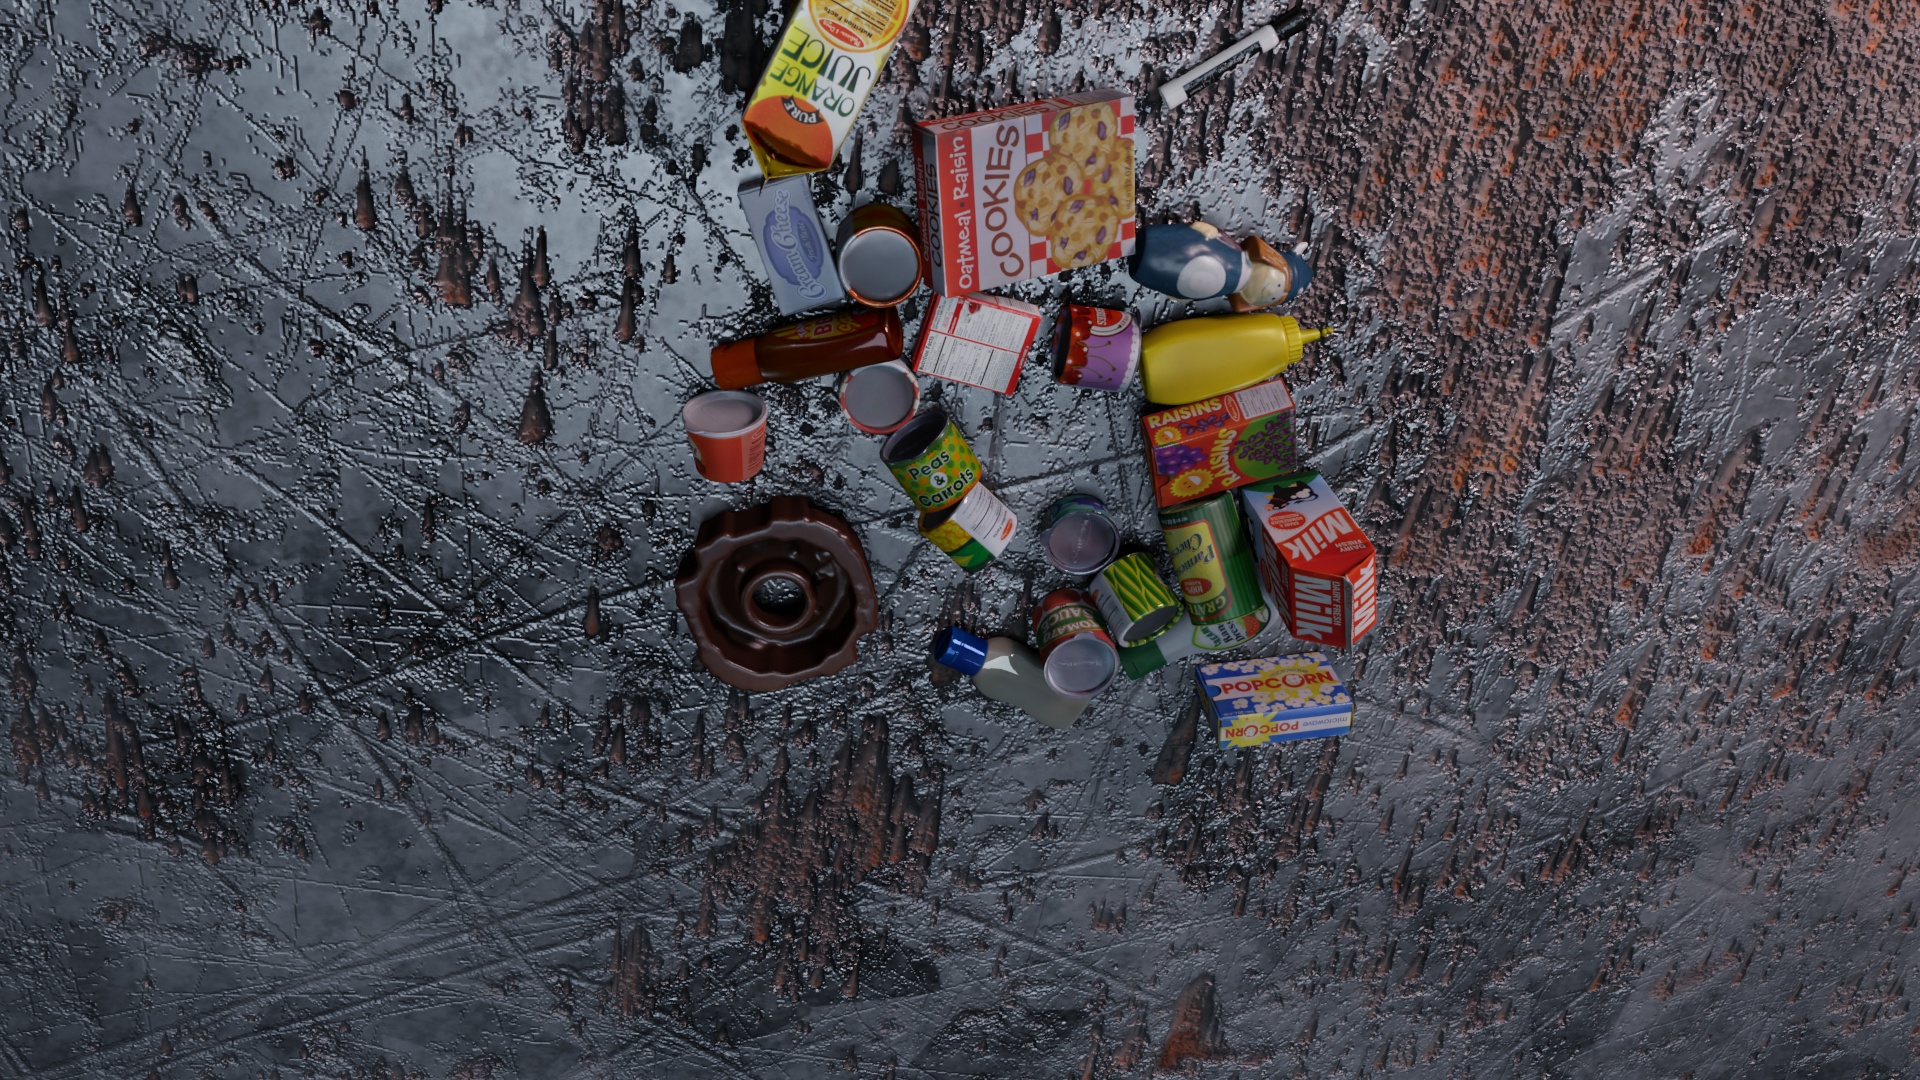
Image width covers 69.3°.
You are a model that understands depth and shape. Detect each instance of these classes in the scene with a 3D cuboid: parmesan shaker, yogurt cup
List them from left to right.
[{"bbox_3d":[-0.189,-0.083,1.123,0.072,0.073,0.053,-2,127,-5],"label":"yogurt cup"},{"bbox_3d":[0.215,0.015,1.205,0.071,0.071,0.103,-19,96,4],"label":"parmesan shaker"}]

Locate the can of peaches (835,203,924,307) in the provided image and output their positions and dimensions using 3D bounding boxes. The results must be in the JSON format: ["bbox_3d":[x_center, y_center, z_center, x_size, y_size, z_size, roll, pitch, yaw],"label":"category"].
[{"bbox_3d":[-0.060,-0.218,1.064,0.071,0.058,0.071,-3,119,-5],"label":"can of peaches"}]

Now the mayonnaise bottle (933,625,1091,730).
[{"bbox_3d":[0.048,0.122,1.277,0.148,0.041,0.064,25,113,-18],"label":"mayonnaise bottle"}]

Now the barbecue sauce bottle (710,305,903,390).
[{"bbox_3d":[-0.121,-0.151,1.095,0.148,0.065,0.043,-12,119,10],"label":"barbecue sauce bottle"}]

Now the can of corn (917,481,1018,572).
[{"bbox_3d":[0.004,-0.015,1.182,0.071,0.071,0.058,-42,115,16],"label":"can of corn"}]

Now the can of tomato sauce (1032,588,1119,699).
[{"bbox_3d":[0.101,0.089,1.239,0.071,0.083,0.070,-3,119,-5],"label":"can of tomato sauce"}]

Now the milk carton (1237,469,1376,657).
[{"bbox_3d":[0.294,0.018,1.160,0.073,0.191,0.072,-11,120,-1],"label":"milk carton"}]

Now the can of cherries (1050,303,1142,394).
[{"bbox_3d":[0.108,-0.156,1.114,0.058,0.072,0.071,7,118,-9],"label":"can of cherries"}]

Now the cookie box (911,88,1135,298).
[{"bbox_3d":[0.049,-0.259,1.034,0.168,0.040,0.122,-18,122,-22],"label":"cookie box"}]

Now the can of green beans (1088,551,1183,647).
[{"bbox_3d":[0.155,0.053,1.225,0.071,0.058,0.071,-22,151,-13],"label":"can of green beans"}]

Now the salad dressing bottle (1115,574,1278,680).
[{"bbox_3d":[0.215,0.081,1.271,0.147,0.044,0.064,-27,113,9],"label":"salad dressing bottle"}]

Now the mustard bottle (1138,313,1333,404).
[{"bbox_3d":[0.226,-0.155,1.138,0.160,0.049,0.065,-11,118,-1],"label":"mustard bottle"}]

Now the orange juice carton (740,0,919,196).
[{"bbox_3d":[-0.099,-0.336,0.986,0.073,0.072,0.192,25,113,-19],"label":"orange juice carton"}]

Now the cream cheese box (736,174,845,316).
[{"bbox_3d":[-0.129,-0.229,1.069,0.053,0.024,0.103,-16,120,3],"label":"cream cheese box"}]

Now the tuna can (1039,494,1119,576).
[{"bbox_3d":[0.102,-0.005,1.216,0.071,0.033,0.070,-3,119,-5],"label":"tuna can"}]

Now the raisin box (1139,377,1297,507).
[{"bbox_3d":[0.218,-0.080,1.168,0.123,0.040,0.085,-15,144,2],"label":"raisin box"}]

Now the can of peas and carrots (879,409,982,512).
[{"bbox_3d":[-0.023,-0.064,1.147,0.071,0.071,0.058,-30,119,10],"label":"can of peas and carrots"}]

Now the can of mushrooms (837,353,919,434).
[{"bbox_3d":[-0.066,-0.120,1.133,0.071,0.033,0.070,-3,119,-6],"label":"can of mushrooms"}]

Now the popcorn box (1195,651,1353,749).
[{"bbox_3d":[0.291,0.148,1.293,0.127,0.085,0.038,-6,120,-3],"label":"popcorn box"}]
